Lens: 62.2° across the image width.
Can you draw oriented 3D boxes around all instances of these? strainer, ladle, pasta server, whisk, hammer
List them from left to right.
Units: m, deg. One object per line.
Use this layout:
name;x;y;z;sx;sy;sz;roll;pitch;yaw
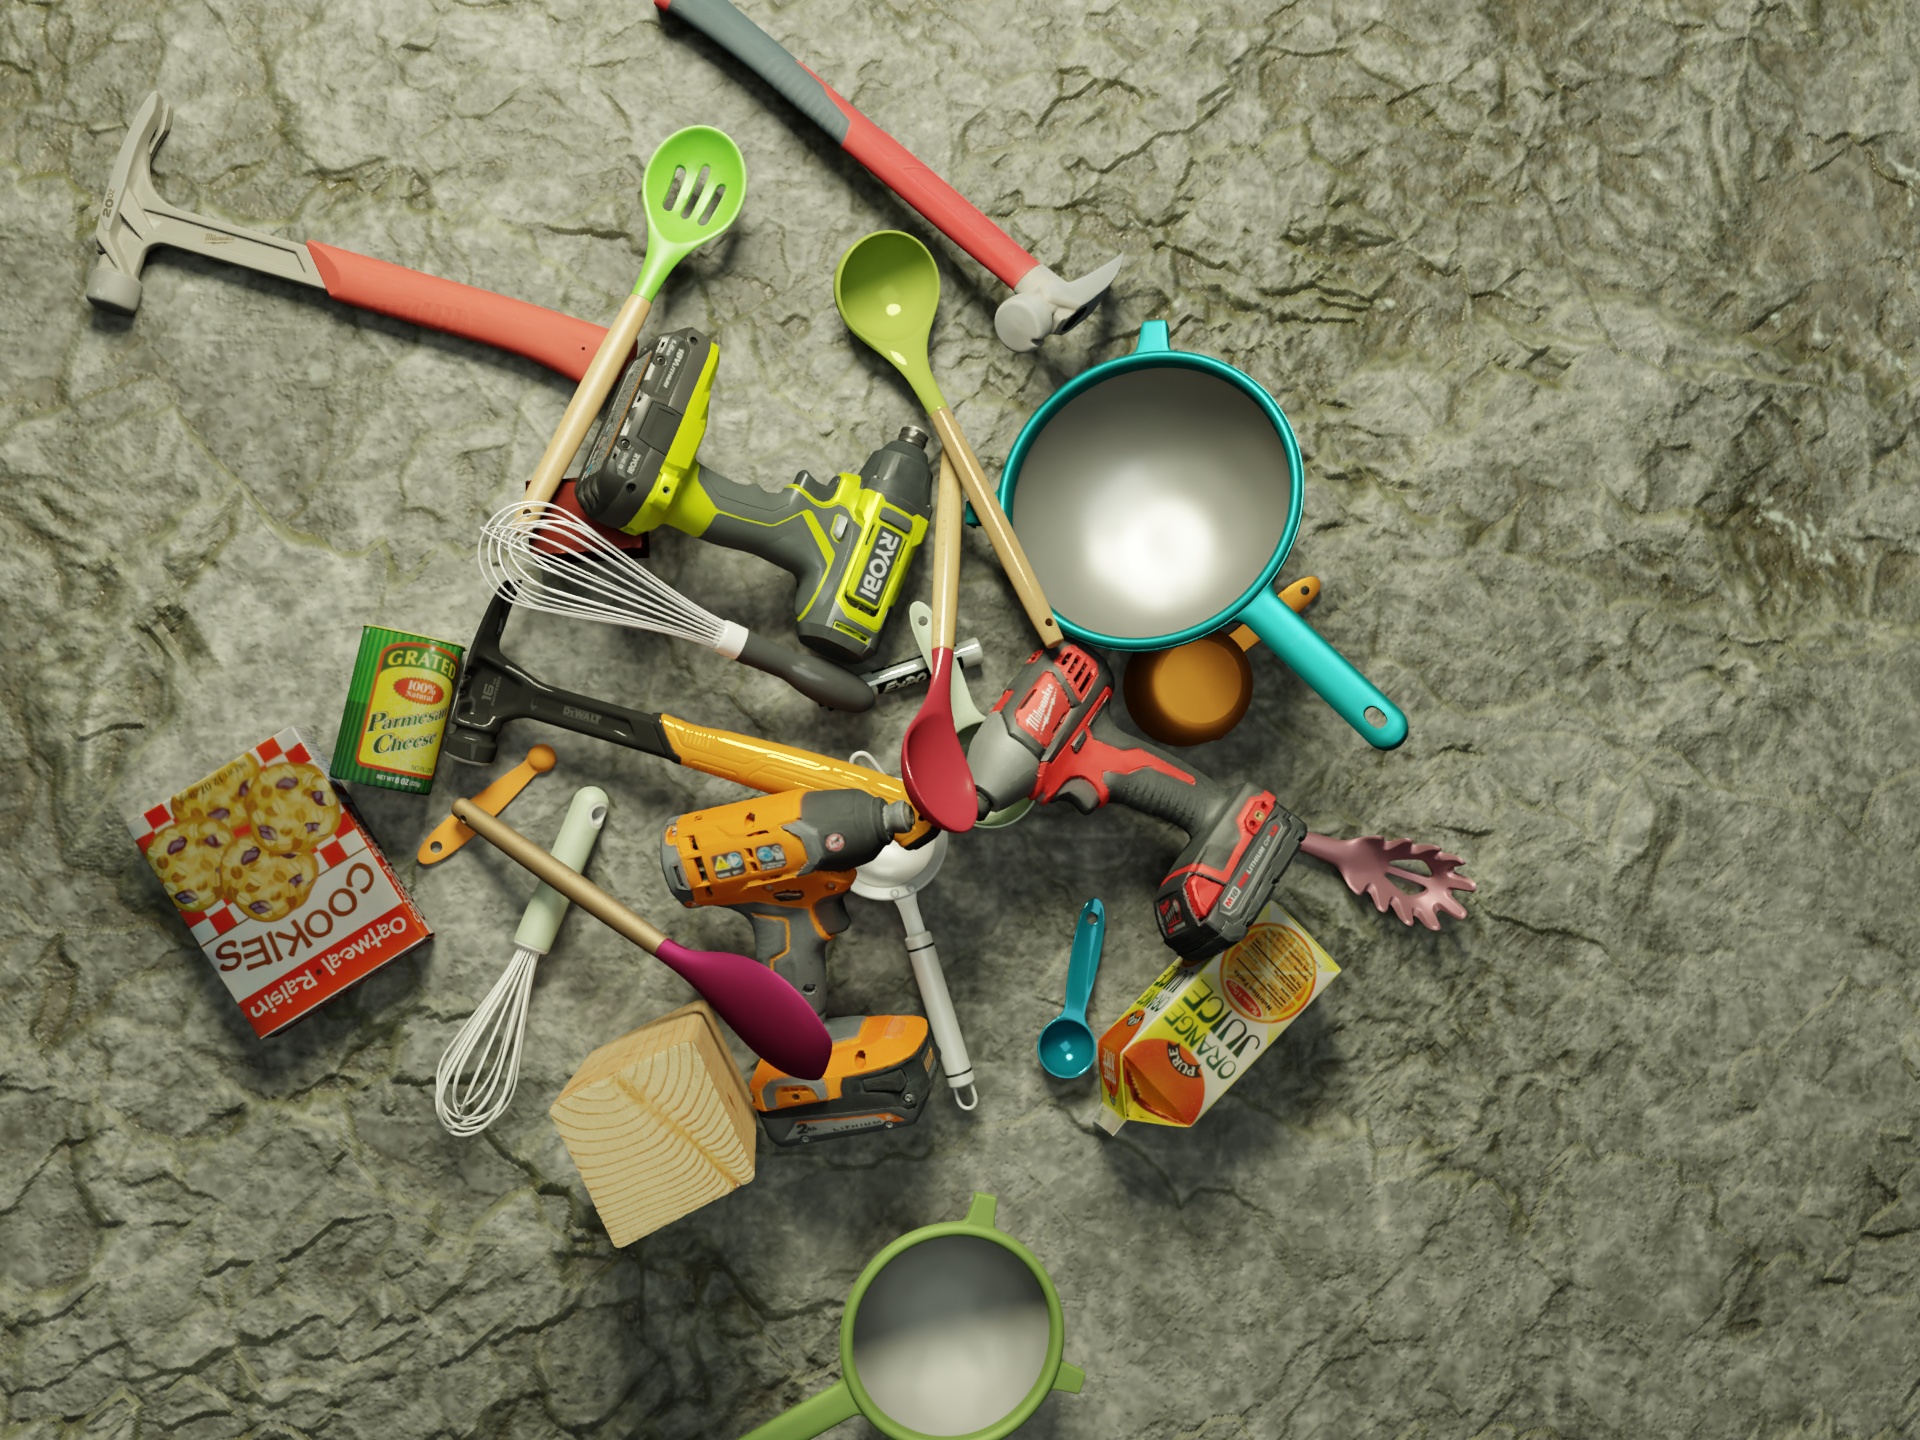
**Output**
hammer;-0.397;-0.306;1.088;0.359;0.037;0.149;15;85;-6
whisk;-0.292;0.159;1.070;0.059;0.057;0.246;15;78;30
whisk;-0.181;-0.066;1.050;0.284;0.070;0.070;24;84;-22
hammer;-0.169;0.011;1.062;0.337;0.034;0.127;17;95;2
strainer;-0.055;0.432;1.069;0.256;0.069;0.151;-27;93;-7
hammer;-0.057;-0.411;1.121;0.386;0.038;0.143;41;45;5
strainer;-0.032;0.145;1.098;0.087;0.050;0.258;-17;89;1
ladle;-0.011;-0.069;1.062;0.069;0.031;0.316;30;52;-43
ladle;-0.001;-0.194;1.084;0.078;0.062;0.320;-21;74;-17
strainer;0.178;-0.097;1.080;0.211;0.095;0.341;-45;69;6
pasta server;0.215;0.077;1.140;0.316;0.040;0.060;19;96;-5

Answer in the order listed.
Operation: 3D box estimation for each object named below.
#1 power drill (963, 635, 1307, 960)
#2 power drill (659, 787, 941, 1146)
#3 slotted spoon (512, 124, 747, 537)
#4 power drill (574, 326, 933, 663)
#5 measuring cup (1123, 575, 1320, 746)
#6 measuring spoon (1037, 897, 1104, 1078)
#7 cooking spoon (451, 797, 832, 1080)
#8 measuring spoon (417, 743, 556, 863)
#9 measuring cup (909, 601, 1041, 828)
power drill;0.108;0.057;1.071;0.219;0.078;0.143;38;66;-1
power drill;-0.086;0.152;1.035;0.164;0.084;0.226;-13;104;13
slotted spoon;-0.229;-0.263;1.073;0.070;0.031;0.314;24;78;-5
power drill;-0.127;-0.159;1.068;0.223;0.080;0.171;26;76;-26
measuring cup;0.197;-0.051;1.137;0.173;0.052;0.095;-38;92;-6
measuring spoon;0.082;0.190;1.131;0.042;0.021;0.129;14;76;-5
cooking spoon;-0.211;0.134;1.024;0.319;0.017;0.068;30;124;20
measuring spoon;-0.324;0.058;1.086;0.117;0.011;0.021;-41;92;-8
measuring cup;-0.002;-0.004;1.115;0.083;0.038;0.167;-23;90;-15
